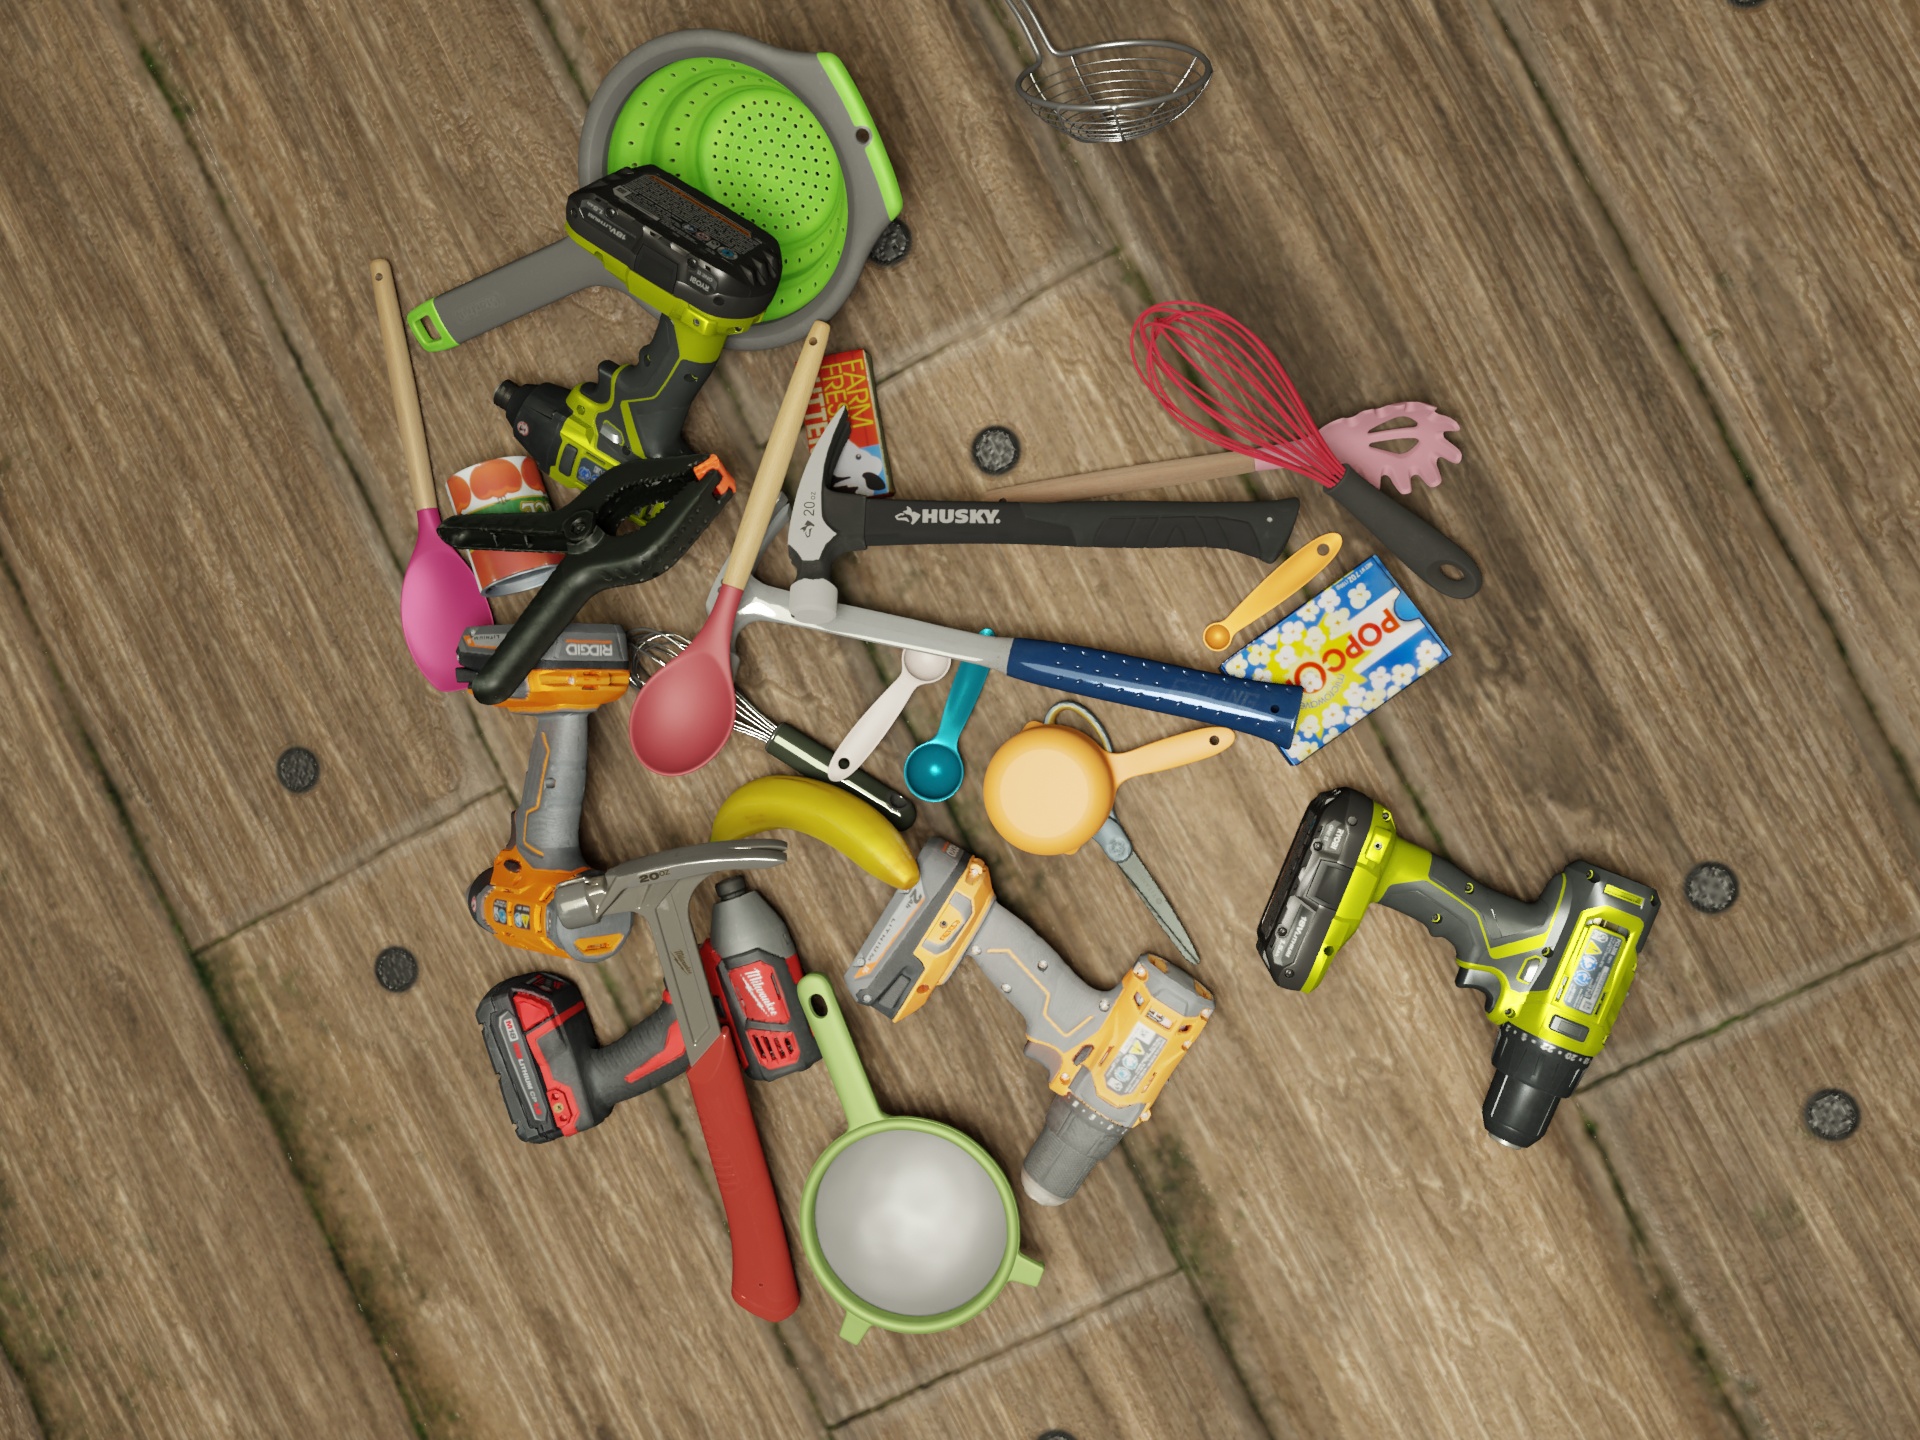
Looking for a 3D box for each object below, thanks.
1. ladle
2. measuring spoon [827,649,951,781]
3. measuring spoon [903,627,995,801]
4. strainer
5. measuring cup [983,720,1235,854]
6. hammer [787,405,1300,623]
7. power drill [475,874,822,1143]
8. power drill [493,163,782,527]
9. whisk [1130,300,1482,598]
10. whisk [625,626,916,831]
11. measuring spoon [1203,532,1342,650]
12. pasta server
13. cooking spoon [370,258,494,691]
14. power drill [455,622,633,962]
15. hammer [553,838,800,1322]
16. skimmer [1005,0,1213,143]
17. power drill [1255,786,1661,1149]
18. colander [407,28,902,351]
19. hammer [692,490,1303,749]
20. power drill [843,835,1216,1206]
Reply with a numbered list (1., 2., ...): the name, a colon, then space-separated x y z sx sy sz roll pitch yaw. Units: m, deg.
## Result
1. ladle: -0.143 -0.113 1.048 0.069 0.031 0.315 19 91 8
2. measuring spoon: -0.052 -0.007 1.106 0.034 0.018 0.124 38 85 2
3. measuring spoon: -0.002 -0.004 1.114 0.042 0.021 0.128 21 85 8
4. strainer: -0.051 0.288 1.096 0.151 0.069 0.256 -22 90 10
5. measuring cup: 0.098 0.035 1.060 0.173 0.052 0.095 -17 89 12
6. hammer: 0.055 -0.135 1.052 0.335 0.035 0.146 1 72 3
7. power drill: -0.215 0.203 1.118 0.219 0.078 0.143 -18 90 5
8. power drill: -0.220 -0.243 1.060 0.171 0.080 0.223 32 129 3
9. whisk: 0.227 -0.167 1.017 0.295 0.073 0.073 35 96 -16
10. whisk: -0.138 0.008 1.119 0.246 0.058 0.059 32 130 3
11. measuring spoon: 0.212 -0.088 1.082 0.117 0.011 0.021 -40 86 4
12. pasta server: 0.171 -0.169 1.070 0.316 0.040 0.060 -7 116 10
13. cooking spoon: -0.394 -0.179 1.161 0.069 0.017 0.319 -11 90 7
14. power drill: -0.297 0.047 1.107 0.164 0.084 0.226 0 91 44
15. hammer: -0.152 0.250 1.066 0.149 0.037 0.358 -11 111 0
16. skimmer: 0.028 -0.529 1.056 0.127 0.090 0.363 -31 84 -25
17. power drill: 0.316 0.158 1.040 0.228 0.080 0.190 22 94 4
18. colander: -0.214 -0.342 1.099 0.397 0.094 0.204 -14 116 26
19. hammer: 0.025 -0.051 1.064 0.405 0.035 0.144 13 75 11
20. power drill: 0.033 0.206 1.082 0.226 0.084 0.185 32 97 2
